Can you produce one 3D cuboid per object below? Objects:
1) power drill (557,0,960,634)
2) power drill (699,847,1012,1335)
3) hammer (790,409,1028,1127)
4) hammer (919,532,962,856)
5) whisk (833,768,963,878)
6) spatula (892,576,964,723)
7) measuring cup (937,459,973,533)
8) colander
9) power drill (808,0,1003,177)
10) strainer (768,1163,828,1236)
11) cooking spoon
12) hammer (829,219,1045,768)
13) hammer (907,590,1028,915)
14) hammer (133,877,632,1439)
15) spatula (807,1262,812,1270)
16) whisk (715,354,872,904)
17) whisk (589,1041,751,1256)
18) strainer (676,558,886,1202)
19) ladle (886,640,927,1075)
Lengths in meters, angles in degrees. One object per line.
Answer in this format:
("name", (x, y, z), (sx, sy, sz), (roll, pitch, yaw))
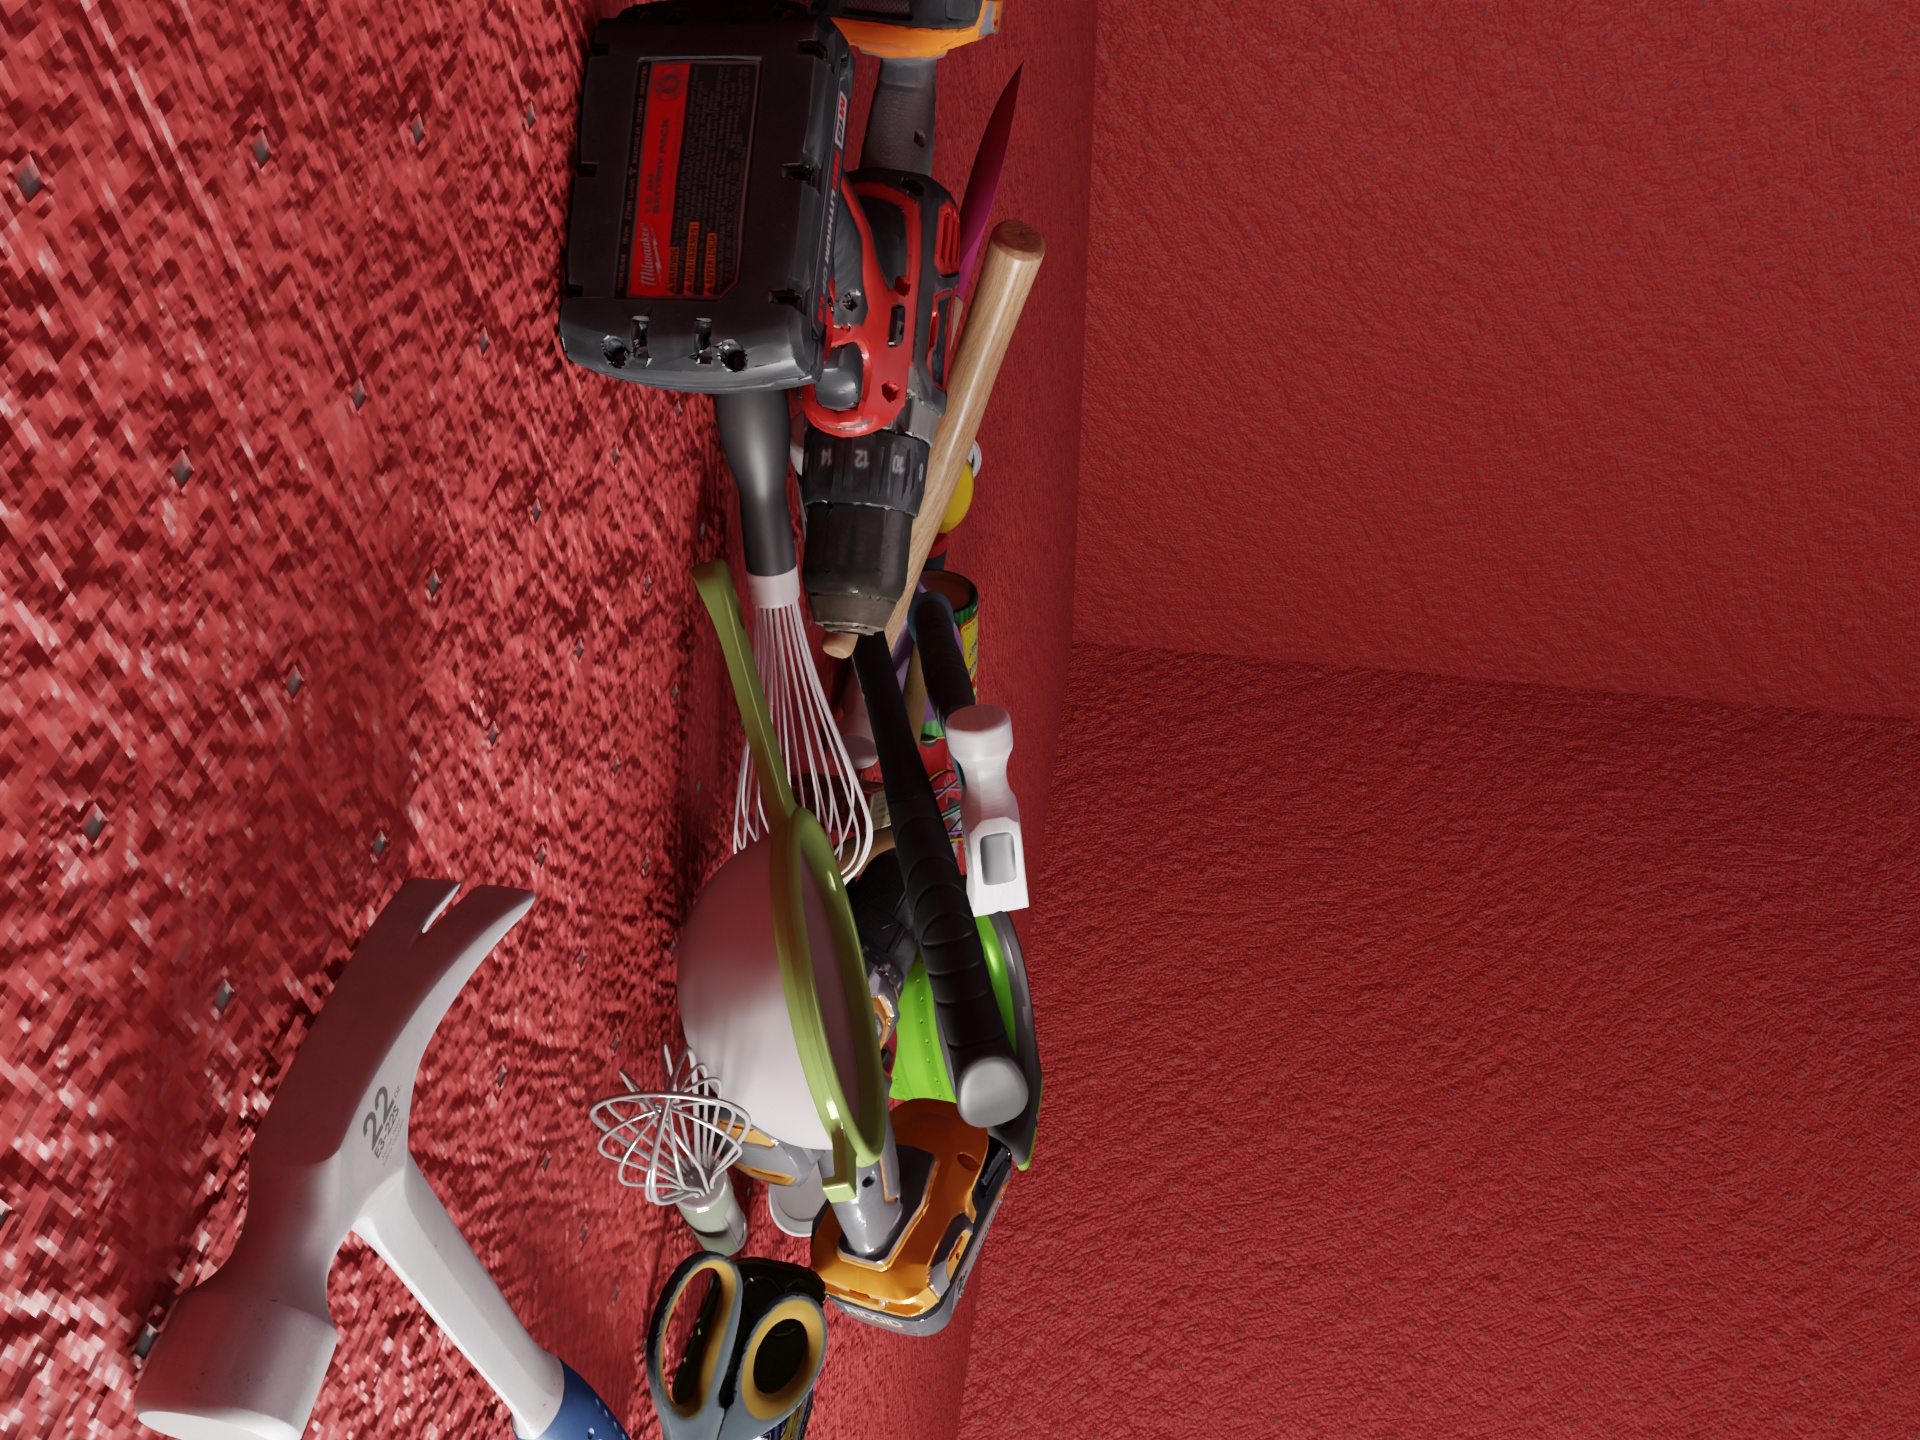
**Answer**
("power drill", (-0.056, -0.133, 0.578), (0.226, 0.080, 0.188), (11, 85, -76))
("power drill", (-0.041, 0.195, 0.841), (0.185, 0.084, 0.226), (-61, 144, -38))
("hammer", (-0.027, 0.025, 0.749), (0.146, 0.035, 0.335), (90, -15, -63))
("hammer", (-0.026, 0.012, 1.258), (0.385, 0.038, 0.143), (88, 11, -47))
("whisk", (-0.040, 0.068, 0.966), (0.245, 0.051, 0.047), (-20, 92, -62))
("spatula", (-0.036, -0.124, 1.015), (0.018, 0.059, 0.315), (-118, -163, -51))
("measuring cup", (-0.030, -0.168, 0.944), (0.062, 0.029, 0.156), (-61, 149, -19))
("colander", (-0.038, 0.151, 1.148), (0.205, 0.094, 0.396), (-72, 148, -59))
("power drill", (-0.036, -0.265, 0.769), (0.164, 0.084, 0.226), (-70, 168, -61))
("strainer", (-0.089, 0.194, 0.870), (0.087, 0.050, 0.258), (-36, 135, -36))
("cooking spoon", (-0.013, -0.174, 0.738), (0.068, 0.017, 0.319), (117, -11, -70))
("hammer", (-0.017, -0.126, 0.881), (0.130, 0.031, 0.331), (-85, -167, -45))
("hammer", (-0.001, -0.003, 0.876), (0.331, 0.033, 0.128), (-106, -172, -66))
("hammer", (-0.134, 0.206, 0.507), (0.405, 0.035, 0.144), (87, 11, -51))
("spatula", (-0.103, 0.348, 0.965), (0.322, 0.041, 0.081), (-41, 137, -75))
("whisk", (-0.081, -0.032, 0.709), (0.070, 0.070, 0.284), (-72, 161, -60))
("whisk", (-0.109, 0.191, 0.665), (0.246, 0.059, 0.058), (94, -3, -61))
("strainer", (-0.093, 0.065, 0.658), (0.151, 0.069, 0.256), (-77, 152, -84))
("ladle", (-0.049, 0.089, 1.032), (0.069, 0.031, 0.315), (14, 84, -45))
